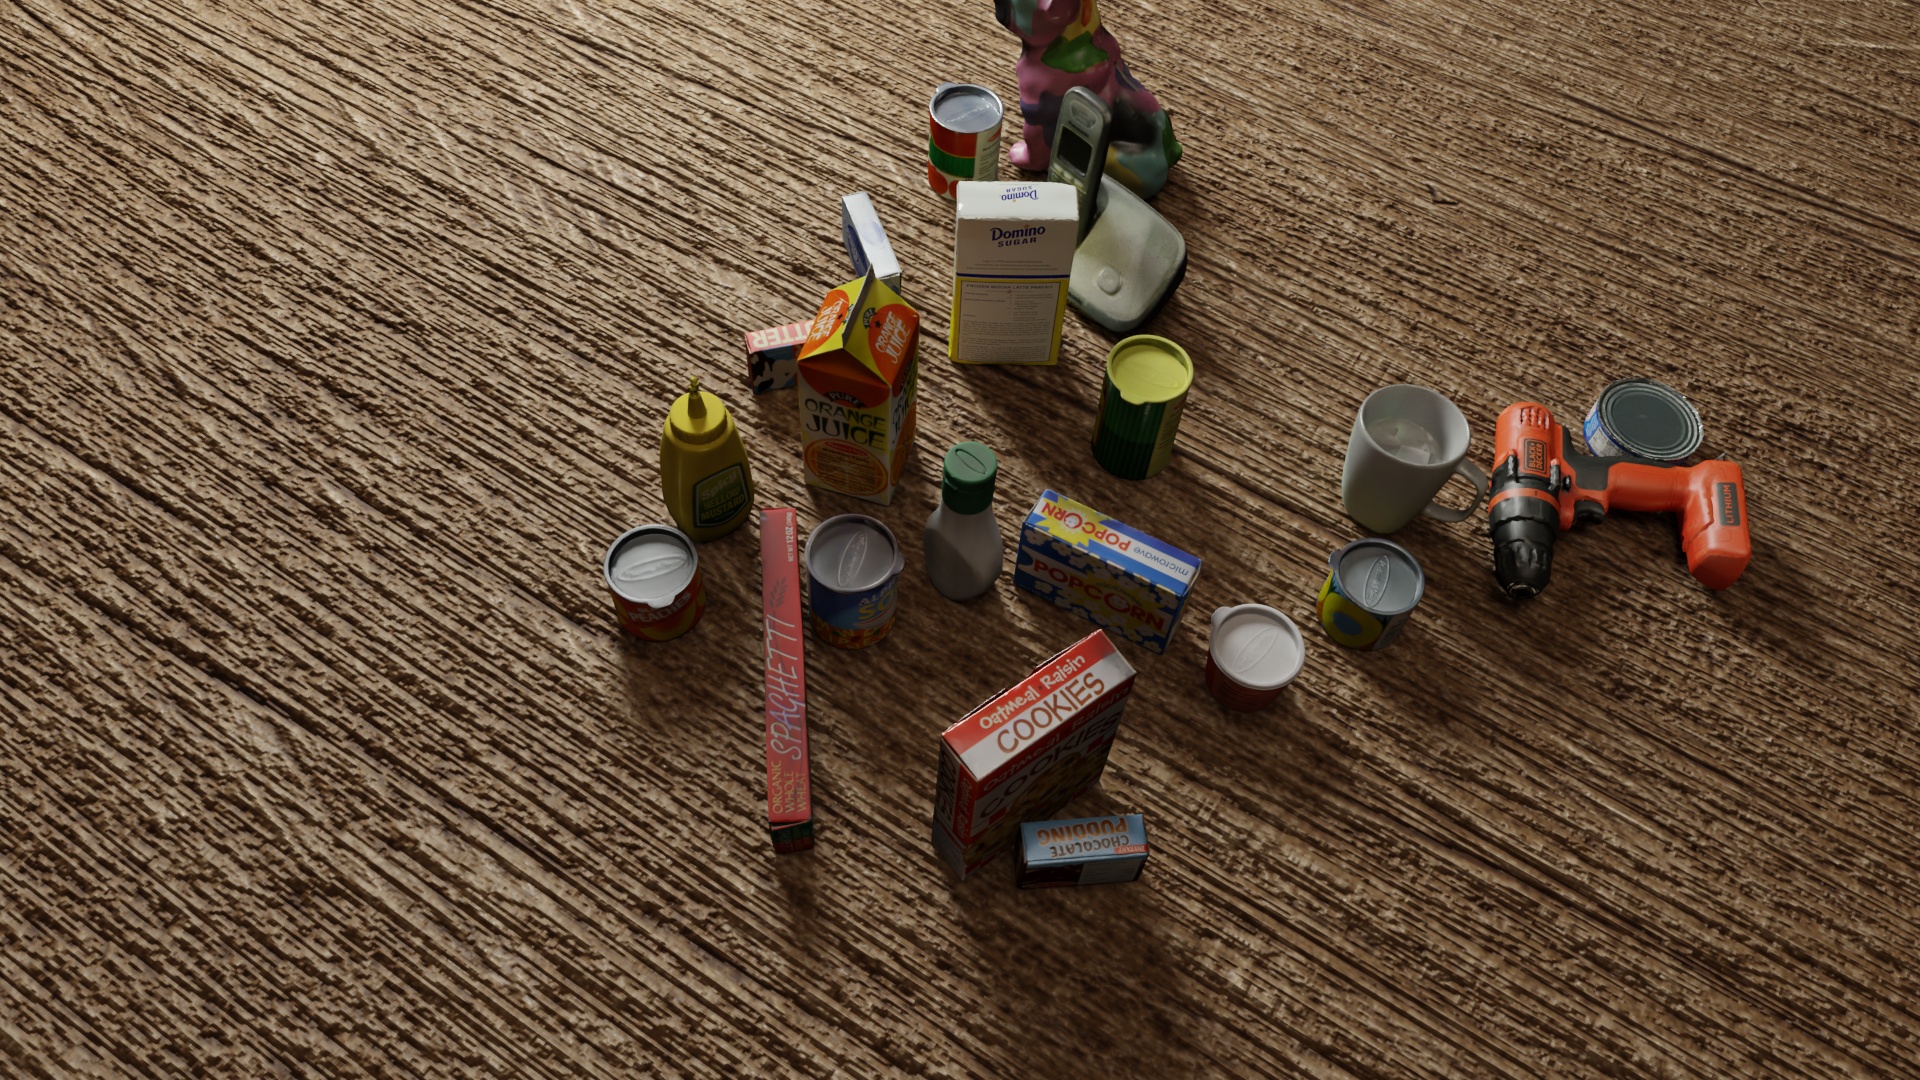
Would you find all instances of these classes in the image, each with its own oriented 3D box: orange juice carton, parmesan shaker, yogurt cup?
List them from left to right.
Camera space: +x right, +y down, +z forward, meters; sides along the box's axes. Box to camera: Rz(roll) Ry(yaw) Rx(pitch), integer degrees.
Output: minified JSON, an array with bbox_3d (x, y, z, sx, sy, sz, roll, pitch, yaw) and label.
[{"bbox_3d":[-0.075,-0.114,1.028,0.073,0.191,0.072,15,57,6],"label":"orange juice carton"},{"bbox_3d":[0.139,-0.100,1.086,0.071,0.102,0.071,2,57,-2],"label":"parmesan shaker"},{"bbox_3d":[0.207,0.087,0.995,0.072,0.053,0.073,2,57,-2],"label":"yogurt cup"}]

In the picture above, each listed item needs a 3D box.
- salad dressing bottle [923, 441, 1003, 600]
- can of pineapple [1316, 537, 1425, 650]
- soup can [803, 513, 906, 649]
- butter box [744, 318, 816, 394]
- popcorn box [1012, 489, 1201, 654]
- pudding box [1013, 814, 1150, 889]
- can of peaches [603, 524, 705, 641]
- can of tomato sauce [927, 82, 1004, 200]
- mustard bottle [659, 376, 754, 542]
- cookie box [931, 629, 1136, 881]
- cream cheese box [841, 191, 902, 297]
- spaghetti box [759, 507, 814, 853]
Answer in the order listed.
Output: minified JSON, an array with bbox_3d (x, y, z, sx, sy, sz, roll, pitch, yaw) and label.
[{"bbox_3d":[0.004,-0.012,0.993,0.064,0.147,0.044,40,63,21],"label":"salad dressing bottle"},{"bbox_3d":[0.302,0.039,1.031,0.071,0.057,0.071,2,57,-2],"label":"can of pineapple"},{"bbox_3d":[-0.075,0.031,0.997,0.071,0.083,0.072,2,57,-2],"label":"soup can"},{"bbox_3d":[-0.123,-0.154,1.135,0.104,0.052,0.024,-14,59,-12],"label":"butter box"},{"bbox_3d":[0.105,0.024,1.012,0.127,0.084,0.038,26,59,13],"label":"popcorn box"},{"bbox_3d":[0.078,0.205,0.912,0.084,0.049,0.030,-3,57,-6],"label":"pudding box"},{"bbox_3d":[-0.219,0.033,1.002,0.071,0.057,0.071,2,57,-2],"label":"can of peaches"},{"bbox_3d":[0.002,-0.362,1.262,0.071,0.082,0.071,2,57,-2],"label":"can of tomato sauce"},{"bbox_3d":[-0.187,-0.061,1.005,0.065,0.159,0.049,-29,63,-21],"label":"mustard bottle"},{"bbox_3d":[0.042,0.139,0.883,0.123,0.166,0.040,-32,64,-22],"label":"cookie box"},{"bbox_3d":[-0.077,-0.246,1.198,0.024,0.053,0.104,-15,59,-13],"label":"cream cheese box"},{"bbox_3d":[-0.123,0.092,0.973,0.029,0.050,0.251,-4,57,-6],"label":"spaghetti box"}]
